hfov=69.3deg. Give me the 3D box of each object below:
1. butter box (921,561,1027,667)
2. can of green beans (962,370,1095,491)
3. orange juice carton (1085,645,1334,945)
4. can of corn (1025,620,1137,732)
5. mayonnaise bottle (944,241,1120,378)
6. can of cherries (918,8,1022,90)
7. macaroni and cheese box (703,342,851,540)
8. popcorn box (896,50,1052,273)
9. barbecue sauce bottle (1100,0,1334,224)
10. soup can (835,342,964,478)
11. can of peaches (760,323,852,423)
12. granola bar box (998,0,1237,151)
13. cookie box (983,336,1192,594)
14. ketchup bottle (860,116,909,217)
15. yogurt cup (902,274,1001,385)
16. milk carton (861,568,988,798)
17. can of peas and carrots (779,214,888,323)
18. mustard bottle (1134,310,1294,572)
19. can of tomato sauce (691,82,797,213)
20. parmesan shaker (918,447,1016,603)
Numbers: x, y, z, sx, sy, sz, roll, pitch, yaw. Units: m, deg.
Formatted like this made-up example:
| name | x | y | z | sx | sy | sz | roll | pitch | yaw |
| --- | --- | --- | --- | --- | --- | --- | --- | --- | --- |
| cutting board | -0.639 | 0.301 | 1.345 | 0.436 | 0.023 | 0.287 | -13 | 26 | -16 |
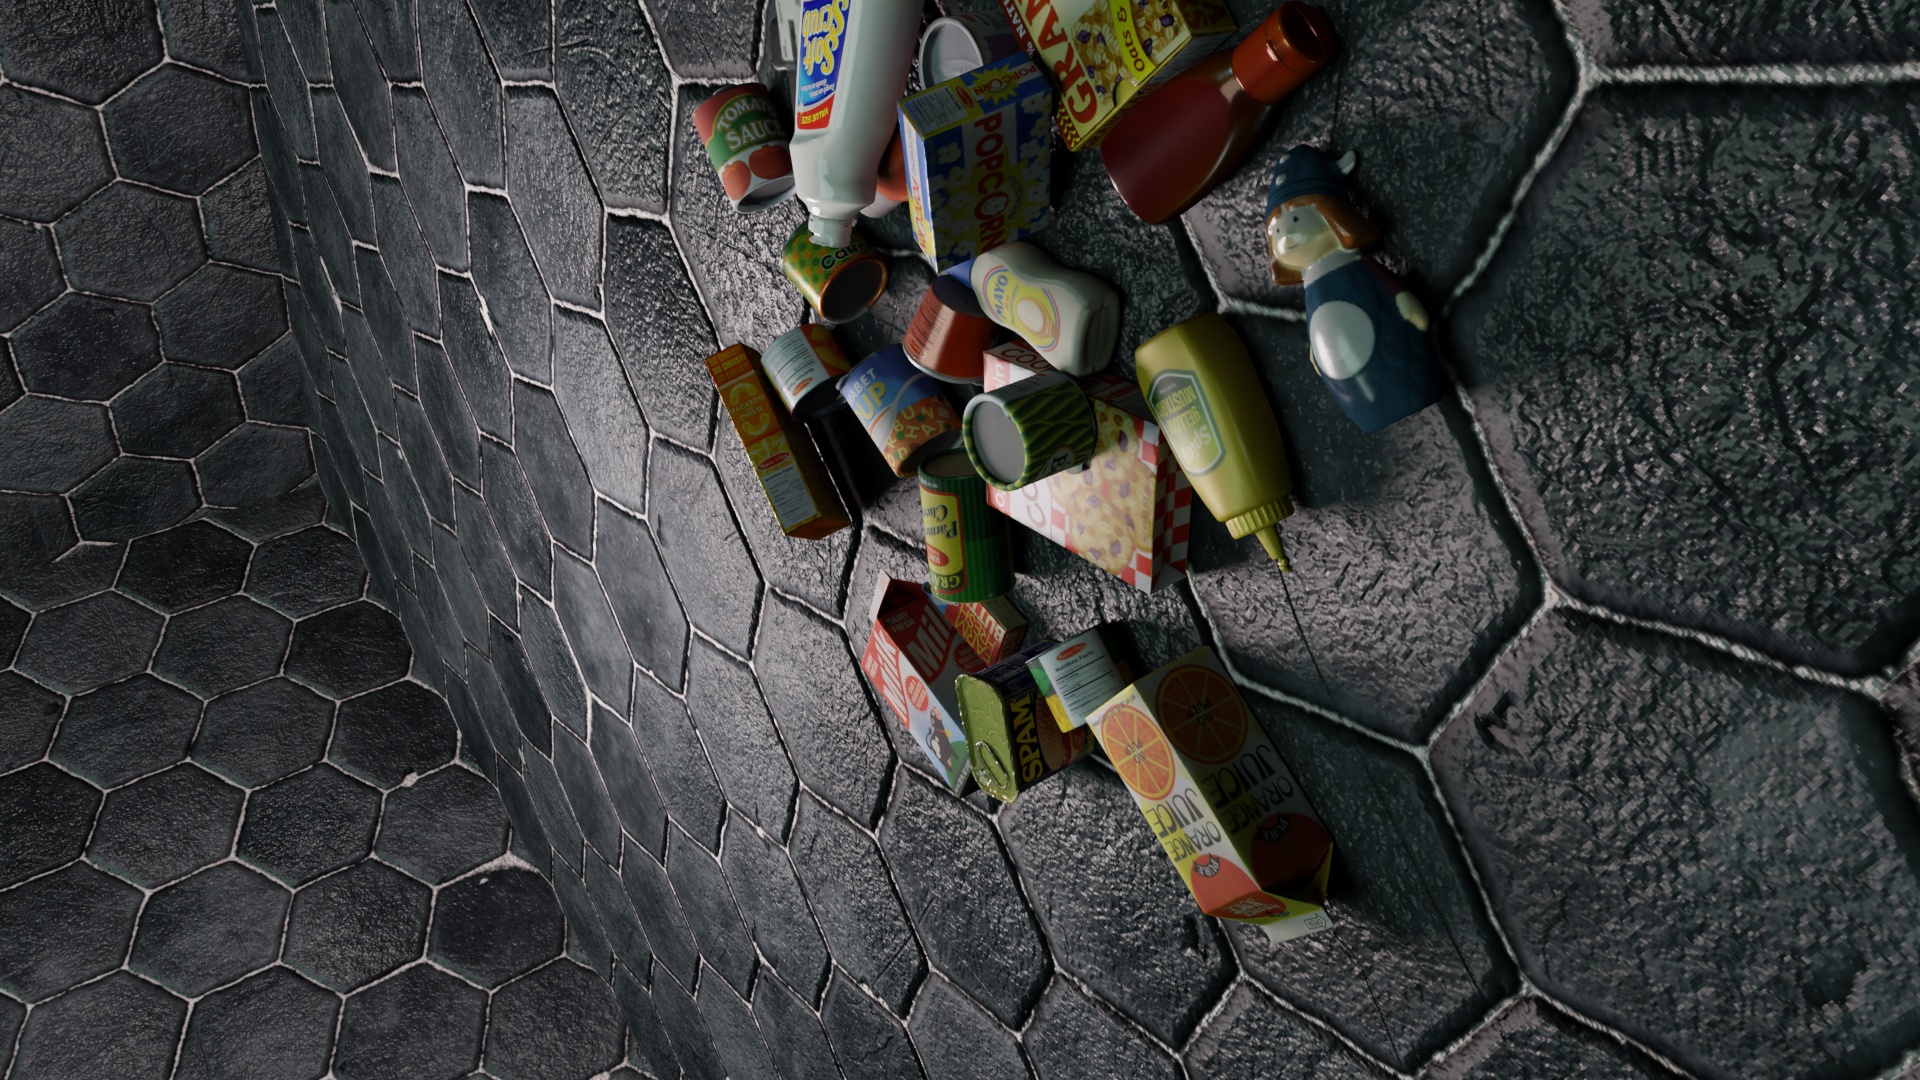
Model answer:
| name | x | y | z | sx | sy | sz | roll | pitch | yaw |
| --- | --- | --- | --- | --- | --- | --- | --- | --- | --- |
| butter box | 0.010 | 0.052 | 1.126 | 0.104 | 0.024 | 0.052 | 48 | 142 | 28 |
| can of green beans | 0.043 | -0.070 | 0.893 | 0.071 | 0.058 | 0.071 | 31 | 132 | 42 |
| orange juice carton | 0.172 | 0.174 | 0.915 | 0.193 | 0.073 | 0.071 | 59 | 147 | 13 |
| can of corn | 0.089 | 0.098 | 1.001 | 0.058 | 0.071 | 0.071 | 63 | 148 | 7 |
| mayonnaise bottle | 0.043 | -0.166 | 0.928 | 0.148 | 0.041 | 0.064 | 39 | 139 | 36 |
| can of cherries | 0.016 | -0.296 | 0.874 | 0.071 | 0.058 | 0.071 | 32 | 134 | 41 |
| macaroni and cheese box | -0.157 | -0.084 | 1.220 | 0.166 | 0.040 | 0.123 | 65 | -175 | 5 |
| popcorn box | 0.011 | -0.231 | 0.856 | 0.038 | 0.085 | 0.126 | 60 | 169 | 25 |
| barbecue sauce bottle | 0.137 | -0.231 | 0.747 | 0.065 | 0.044 | 0.148 | 59 | 147 | 0 |
| soup can | -0.046 | -0.099 | 1.072 | 0.084 | 0.071 | 0.071 | 57 | 146 | 17 |
| can of peaches | -0.126 | -0.141 | 1.174 | 0.058 | 0.071 | 0.071 | 57 | 147 | 16 |
| granola bar box | 0.072 | -0.326 | 0.790 | 0.123 | 0.039 | 0.165 | -31 | 83 | 58 |
| cookie box | 0.084 | -0.054 | 0.939 | 0.168 | 0.040 | 0.122 | 31 | 133 | 43 |
| ketchup bottle | -0.030 | -0.268 | 0.972 | 0.148 | 0.044 | 0.064 | -16 | 90 | 58 |
| yogurt cup | -0.002 | -0.152 | 0.984 | 0.072 | 0.072 | 0.053 | 47 | 135 | 29 |
| milk carton | -0.019 | 0.111 | 1.160 | 0.191 | 0.074 | 0.072 | 50 | 144 | 26 |
| can of peas and carrots | -0.097 | -0.214 | 1.084 | 0.059 | 0.071 | 0.070 | 50 | 144 | 25 |
| mustard bottle | 0.159 | -0.053 | 0.818 | 0.065 | 0.049 | 0.160 | -31 | 82 | 59 |
| can of tomato sauce | -0.170 | -0.319 | 1.127 | 0.071 | 0.071 | 0.083 | -28 | 86 | 58 |
| parmesan shaker | 0.004 | -0.013 | 1.057 | 0.071 | 0.071 | 0.102 | 23 | 127 | 48 |
